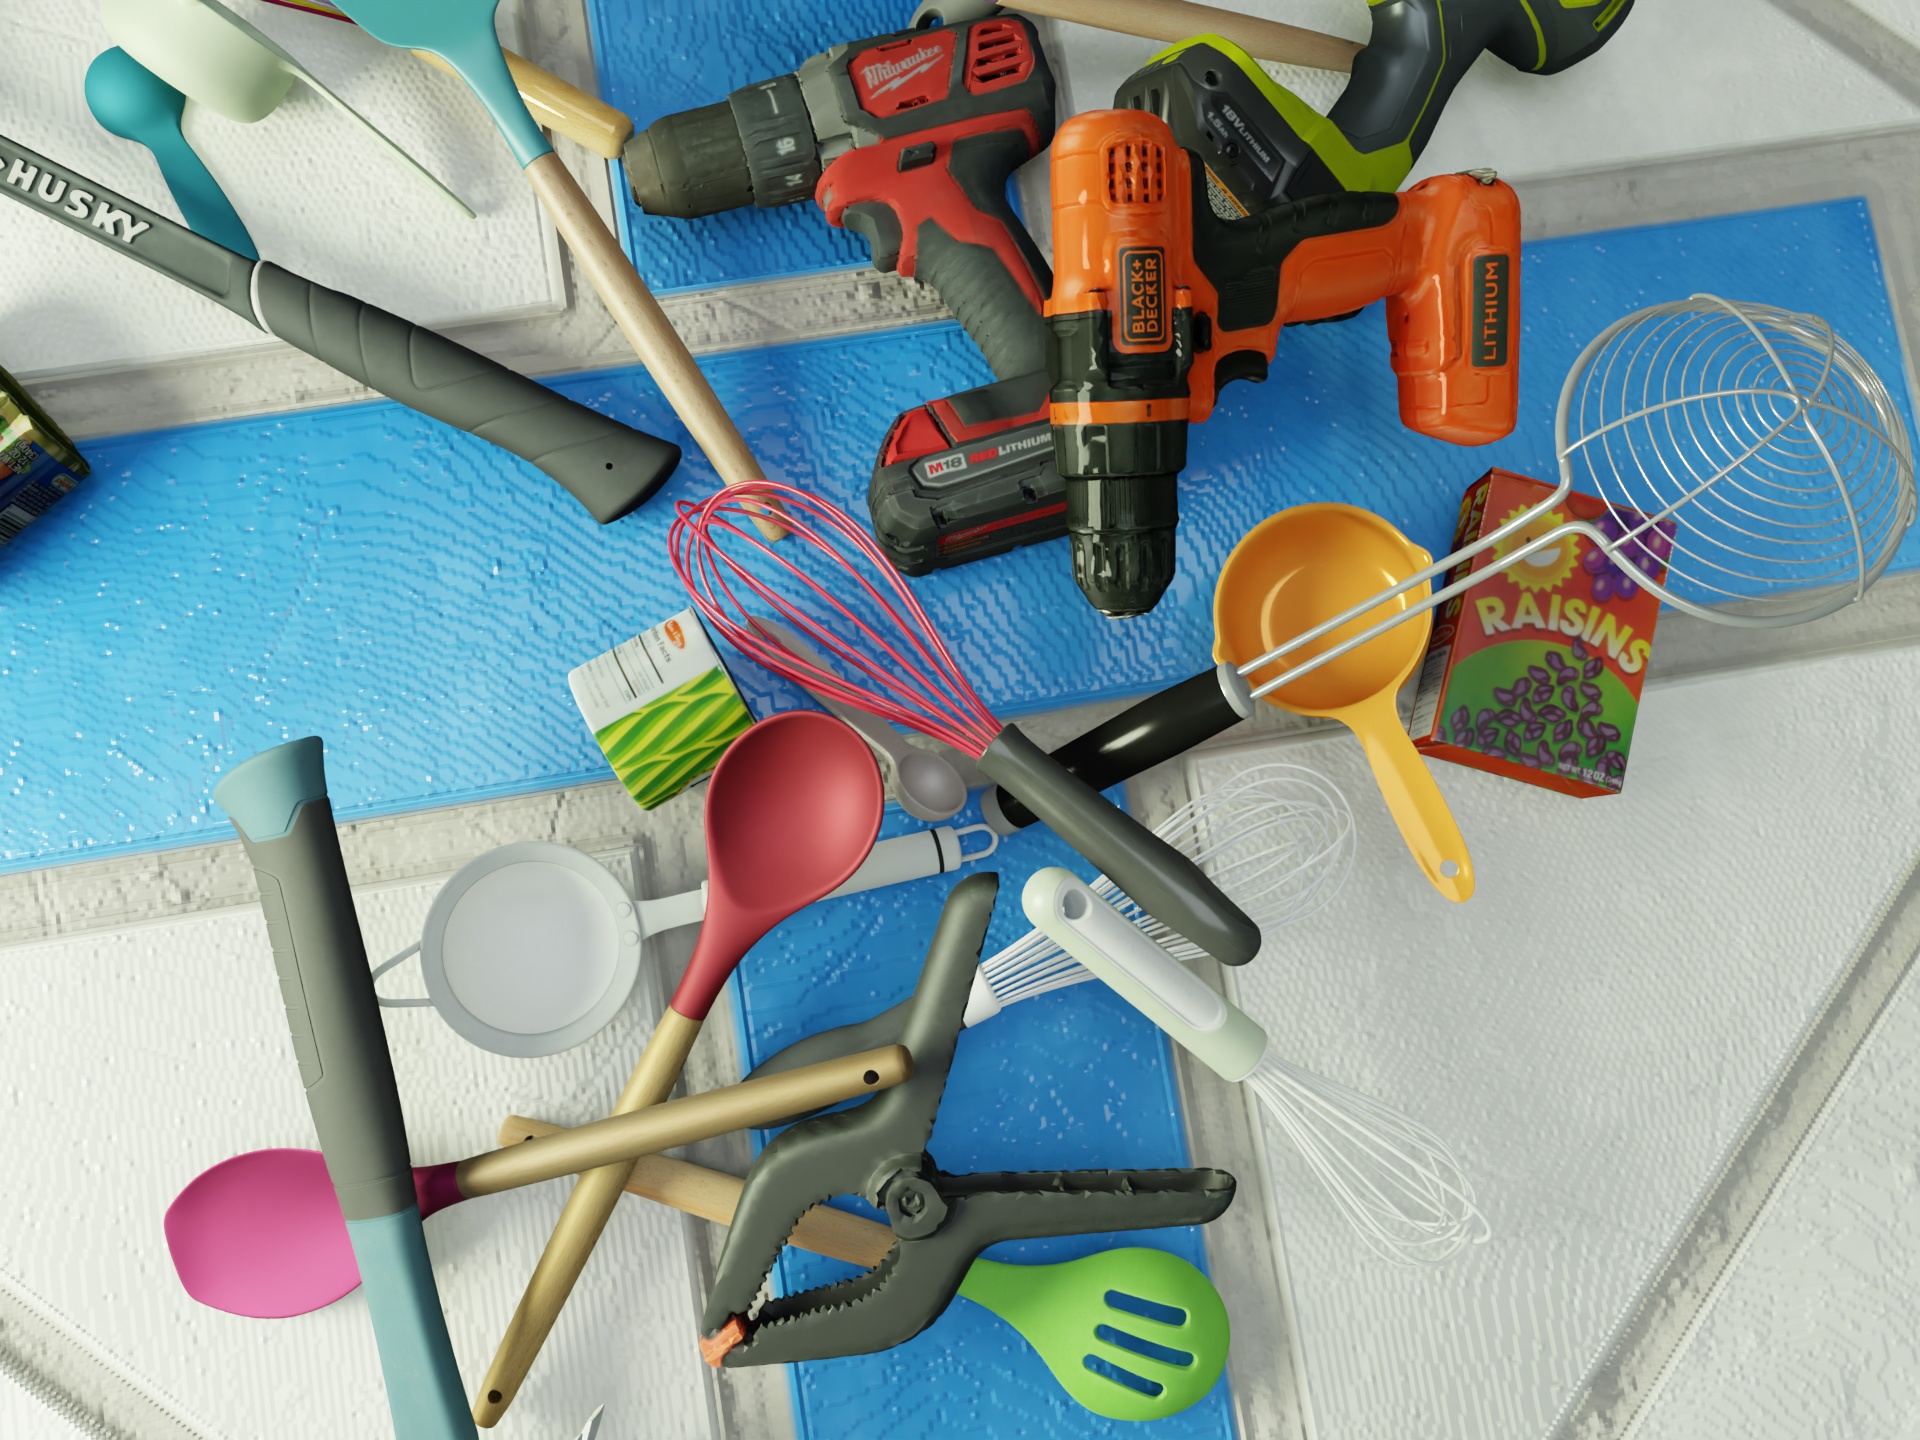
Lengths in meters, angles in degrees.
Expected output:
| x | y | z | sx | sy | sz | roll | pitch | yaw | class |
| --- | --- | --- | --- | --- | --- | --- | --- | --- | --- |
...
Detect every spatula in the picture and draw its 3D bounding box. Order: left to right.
| x | y | z | sx | sy | sz | roll | pitch | yaw | class |
| --- | --- | --- | --- | --- | --- | --- | --- | --- | --- |
| -0.163 | -0.212 | 0.677 | 0.082 | 0.044 | 0.317 | -34 | 98 | -11 | spatula |
| 0.041 | -0.306 | 0.675 | 0.315 | 0.018 | 0.060 | 1 | 46 | -21 | spatula |

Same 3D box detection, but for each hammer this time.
| x | y | z | sx | sy | sz | roll | pitch | yaw | class |
| --- | --- | --- | --- | --- | --- | --- | --- | --- | --- |
| -0.308 | -0.192 | 0.673 | 0.409 | 0.036 | 0.149 | 26 | 94 | -2 | hammer |
| -0.222 | 0.171 | 0.597 | 0.128 | 0.033 | 0.331 | -11 | 94 | 12 | hammer |

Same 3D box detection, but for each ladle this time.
| x | y | z | sx | sy | sz | roll | pitch | yaw | class |
| --- | --- | --- | --- | --- | --- | --- | --- | --- | --- |
| -0.118 | 0.139 | 0.627 | 0.069 | 0.031 | 0.315 | 27 | 92 | 1 | ladle |

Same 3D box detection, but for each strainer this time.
| x | y | z | sx | sy | sz | roll | pitch | yaw | class |
| --- | --- | --- | --- | --- | --- | --- | --- | --- | --- |
| -0.108 | 0.077 | 0.655 | 0.258 | 0.050 | 0.087 | -12 | 94 | -10 | strainer |

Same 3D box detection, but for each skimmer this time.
| x | y | z | sx | sy | sz | roll | pitch | yaw | class |
| --- | --- | --- | --- | --- | --- | --- | --- | --- | --- |
| 0.170 | -0.037 | 0.617 | 0.363 | 0.090 | 0.127 | -29 | 73 | 28 | skimmer |

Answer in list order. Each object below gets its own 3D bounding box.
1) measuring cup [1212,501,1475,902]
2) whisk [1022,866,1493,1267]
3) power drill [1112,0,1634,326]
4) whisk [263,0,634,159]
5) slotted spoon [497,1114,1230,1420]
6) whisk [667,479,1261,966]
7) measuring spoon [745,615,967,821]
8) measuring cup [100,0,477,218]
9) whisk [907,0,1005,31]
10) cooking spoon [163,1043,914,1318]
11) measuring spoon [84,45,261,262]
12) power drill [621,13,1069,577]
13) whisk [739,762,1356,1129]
| x | y | z | sx | sy | sz | roll | pitch | yaw | class |
| --- | --- | --- | --- | --- | --- | --- | --- | --- | --- |
| 0.171 | -0.006 | 0.662 | 0.095 | 0.052 | 0.174 | -27 | 81 | 15 | measuring cup |
| 0.118 | 0.137 | 0.626 | 0.246 | 0.059 | 0.058 | 40 | 63 | -13 | whisk |
| 0.173 | -0.297 | 0.678 | 0.171 | 0.080 | 0.223 | 41 | 82 | -23 | power drill |
| -0.257 | -0.311 | 0.700 | 0.245 | 0.051 | 0.047 | 28 | 103 | -4 | whisk |
| -0.038 | 0.215 | 0.648 | 0.314 | 0.031 | 0.070 | 18 | 85 | 1 | slotted spoon |
| -0.001 | -0.002 | 0.631 | 0.296 | 0.073 | 0.073 | 39 | 82 | 12 | whisk |
| -0.048 | 0.000 | 0.680 | 0.124 | 0.034 | 0.018 | 42 | 127 | 8 | measuring spoon |
| -0.287 | -0.259 | 0.682 | 0.167 | 0.083 | 0.038 | 37 | 98 | -15 | measuring cup |
| 0.069 | -0.364 | 0.674 | 0.239 | 0.055 | 0.055 | -34 | 85 | 24 | whisk |
| -0.168 | 0.171 | 0.614 | 0.319 | 0.017 | 0.069 | -17 | 92 | 11 | cooking spoon |
| -0.340 | -0.242 | 0.690 | 0.042 | 0.021 | 0.128 | -32 | 85 | -6 | measuring spoon |
| -0.029 | -0.181 | 0.675 | 0.188 | 0.080 | 0.227 | -16 | 81 | -6 | power drill |
| 0.033 | 0.098 | 0.655 | 0.284 | 0.070 | 0.070 | -26 | 85 | -2 | whisk |
